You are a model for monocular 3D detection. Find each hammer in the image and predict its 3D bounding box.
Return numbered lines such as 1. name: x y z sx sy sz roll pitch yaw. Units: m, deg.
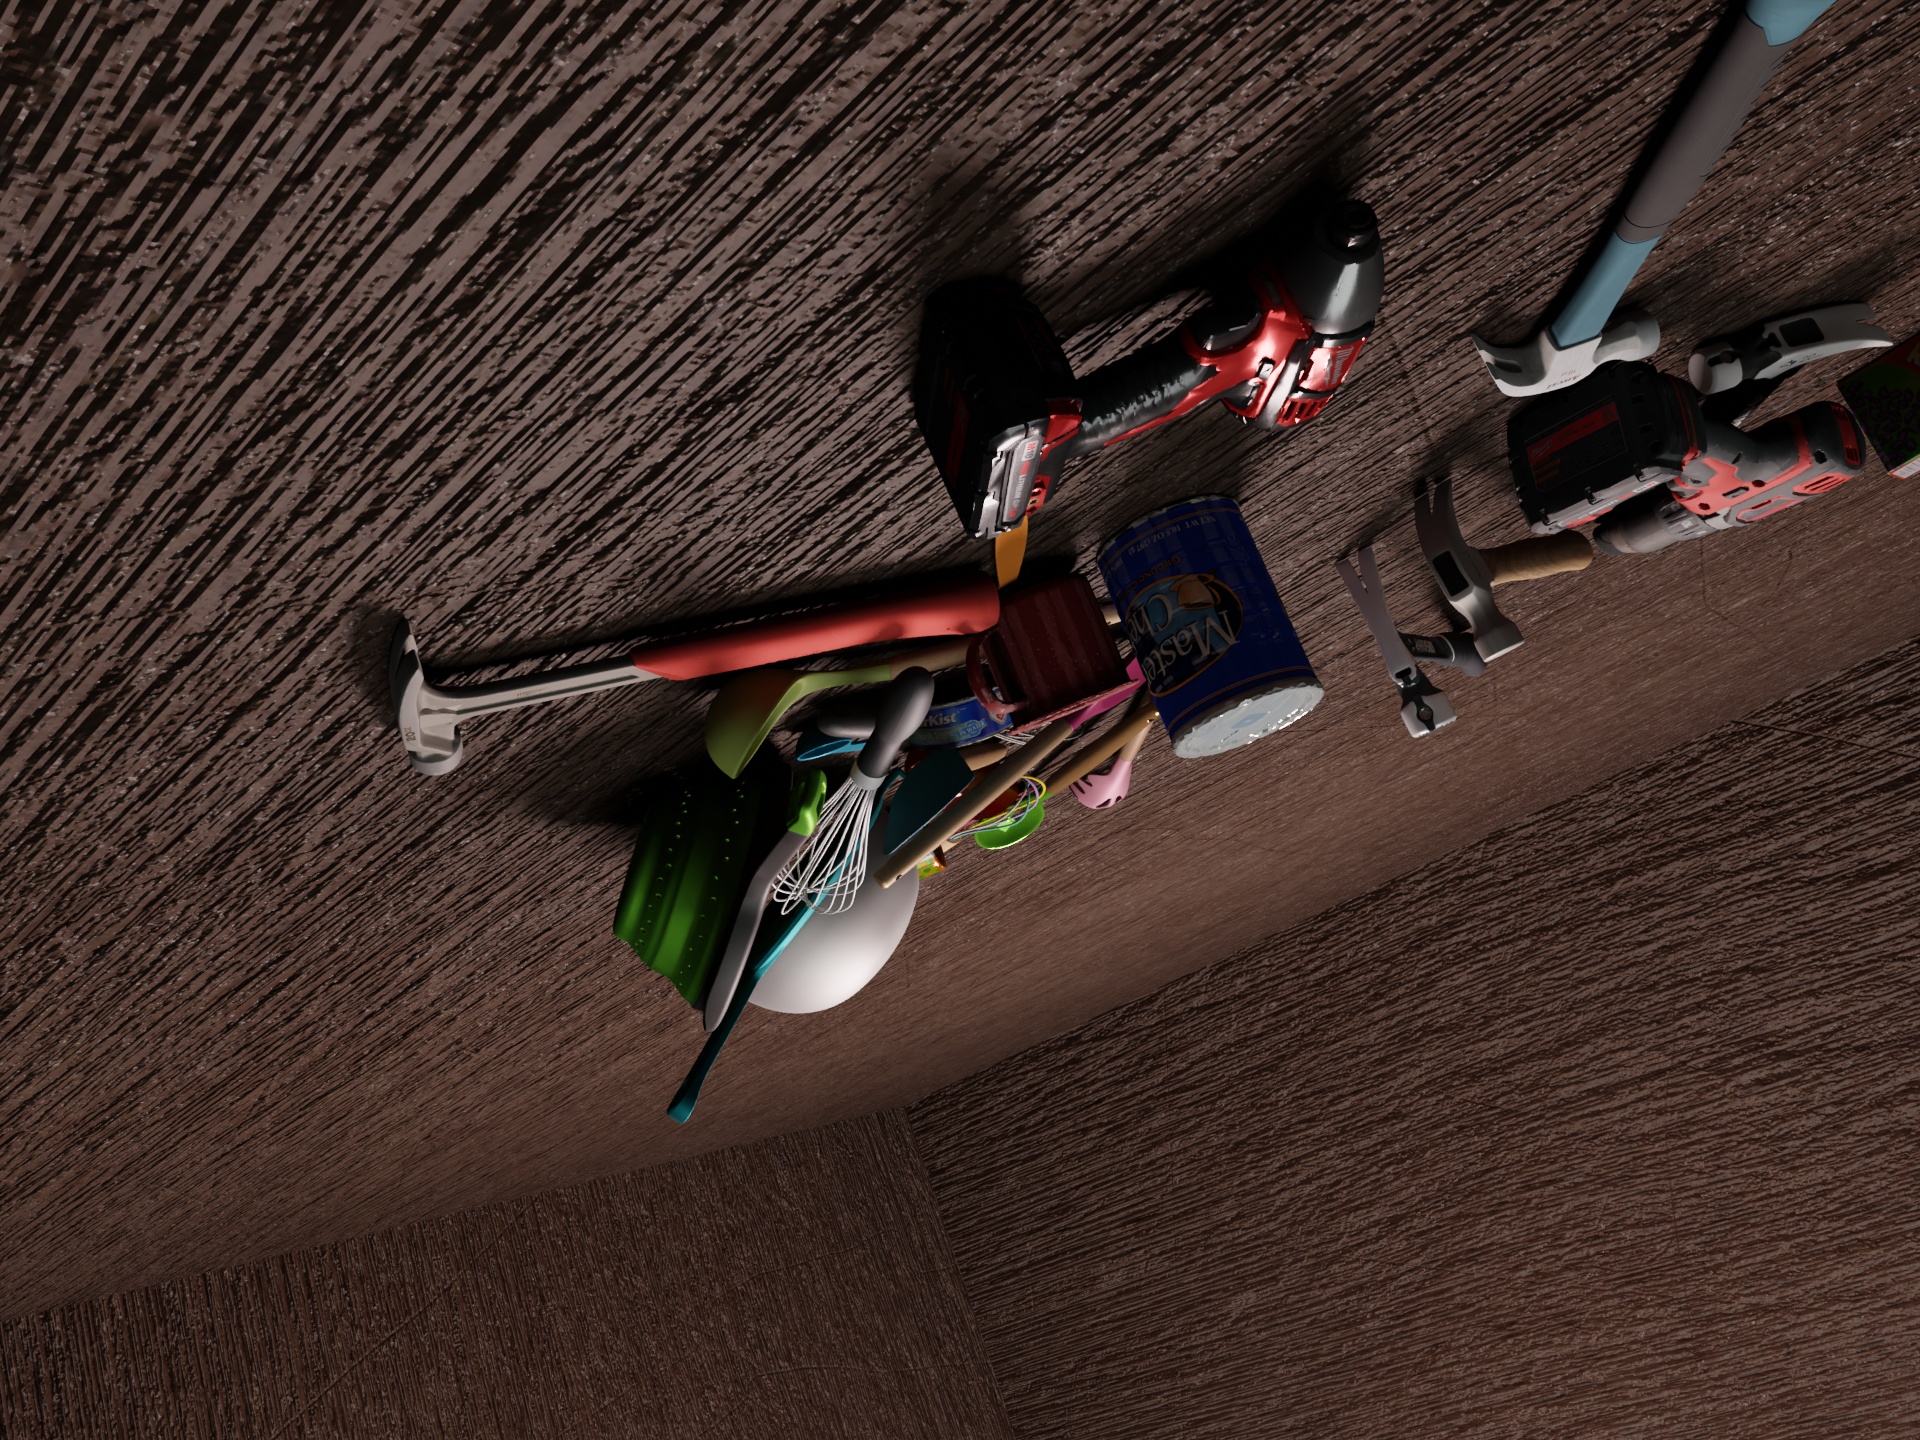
1. hammer: -0.142 -0.044 0.922 0.359 0.037 0.149 -13 161 -21
2. hammer: 0.570 -0.210 1.222 0.146 0.035 0.334 -18 162 -5
3. hammer: 0.361 -0.267 0.829 0.128 0.033 0.330 -20 162 -6
4. hammer: 0.405 -0.065 1.364 0.036 0.149 0.408 -28 170 24
5. hammer: 0.429 -0.125 1.223 0.031 0.130 0.331 -33 169 34

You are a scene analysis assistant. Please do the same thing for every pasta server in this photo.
1. pasta server: 0.151 0.013 1.433 0.060 0.040 0.316 -16 158 -13

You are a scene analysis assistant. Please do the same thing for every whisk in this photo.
1. whisk: -0.002 -0.002 1.184 0.239 0.055 0.055 -3 155 -35
2. whisk: 0.006 0.101 1.500 0.047 0.051 0.245 -14 165 -36
3. whisk: -0.071 0.051 1.077 0.070 0.070 0.284 -10 149 -30

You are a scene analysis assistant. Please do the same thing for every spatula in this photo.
1. spatula: 0.003 0.041 1.202 0.082 0.044 0.317 -42 173 12

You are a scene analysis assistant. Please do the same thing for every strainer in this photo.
1. strainer: -0.119 0.201 1.255 0.211 0.095 0.341 -46 -170 41

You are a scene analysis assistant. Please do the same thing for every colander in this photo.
1. colander: -0.173 0.091 1.094 0.094 0.205 0.397 18 157 -11

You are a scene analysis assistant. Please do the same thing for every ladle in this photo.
1. ladle: -0.021 -0.029 1.069 0.320 0.062 0.078 -15 161 -25

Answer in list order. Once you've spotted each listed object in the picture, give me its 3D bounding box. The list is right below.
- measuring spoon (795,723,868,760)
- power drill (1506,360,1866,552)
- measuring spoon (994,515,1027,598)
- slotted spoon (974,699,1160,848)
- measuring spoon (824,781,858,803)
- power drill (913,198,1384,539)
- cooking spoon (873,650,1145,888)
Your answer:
1. measuring spoon: -0.081 0.010 1.191 0.042 0.021 0.128 -24 172 28
2. power drill: 0.484 -0.170 1.108 0.226 0.080 0.188 1 163 -31
3. measuring spoon: 0.029 -0.106 0.978 0.021 0.011 0.116 -21 159 -9
4. slotted spoon: 0.097 0.050 1.450 0.070 0.031 0.313 0 156 -28
5. measuring spoon: -0.122 0.063 1.300 0.124 0.018 0.034 -26 161 -7
6. power drill: 0.095 -0.172 0.751 0.219 0.079 0.143 -19 162 -13
7. cooking spoon: 0.059 0.018 1.184 0.319 0.017 0.068 -40 160 -14
